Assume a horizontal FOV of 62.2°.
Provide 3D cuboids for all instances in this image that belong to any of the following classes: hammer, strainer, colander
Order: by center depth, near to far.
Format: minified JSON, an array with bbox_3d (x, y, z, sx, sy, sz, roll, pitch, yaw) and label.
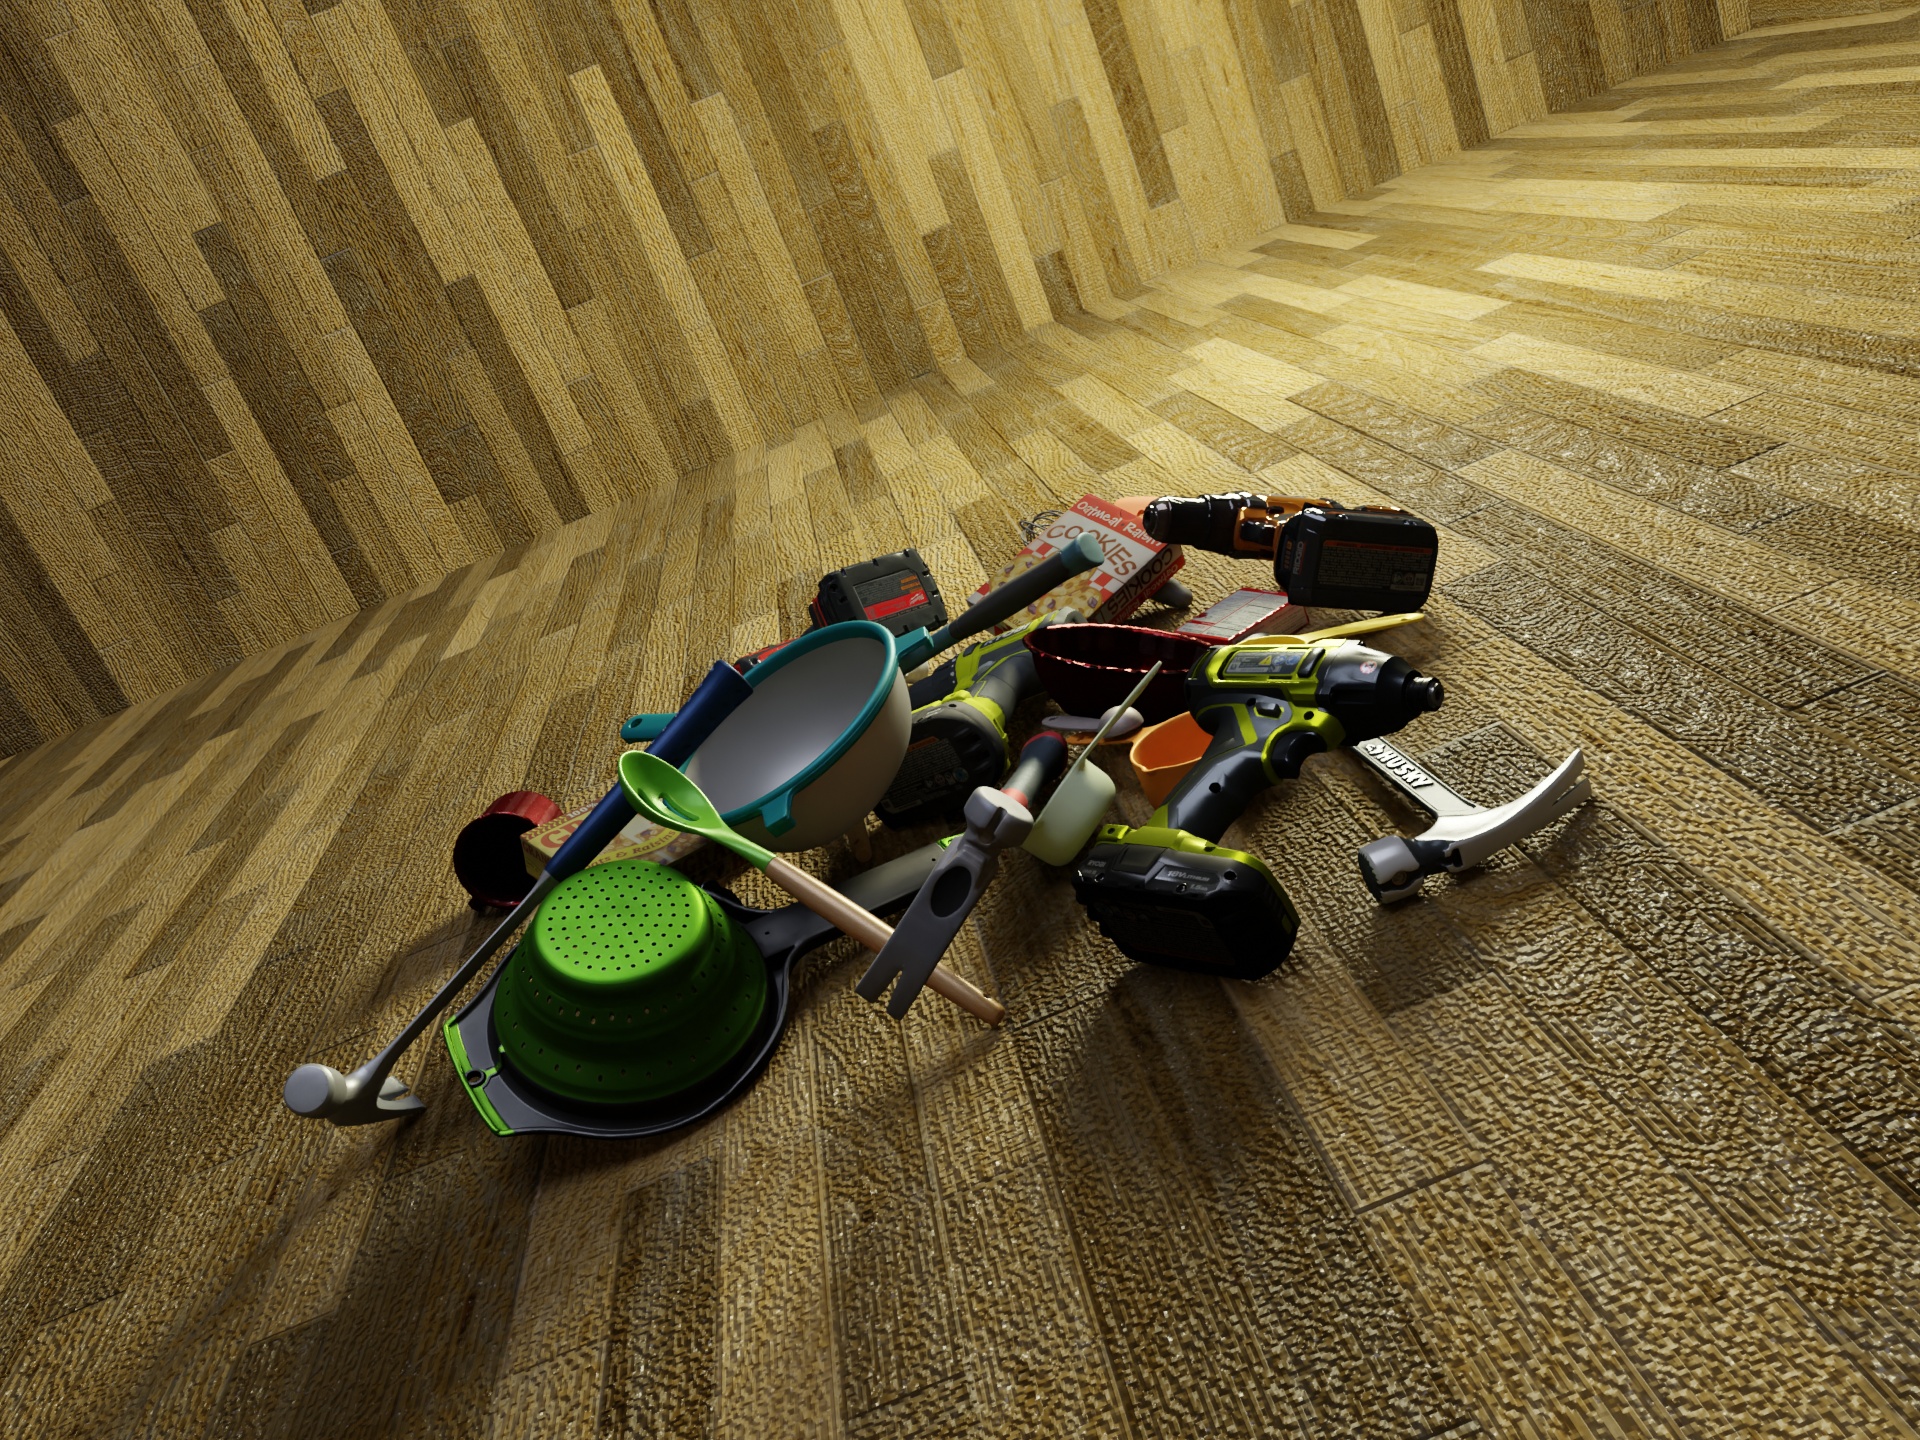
[{"bbox_3d":[-0.145,0.130,1.054,0.397,0.094,0.205,-22,46,-25],"label":"colander"},{"bbox_3d":[0.021,0.076,1.060,0.143,0.038,0.386,-58,-4,13],"label":"hammer"},{"bbox_3d":[0.273,0.005,1.094,0.149,0.036,0.409,-22,21,-2],"label":"hammer"},{"bbox_3d":[-0.292,0.119,1.116,0.405,0.035,0.144,-49,-15,-12],"label":"hammer"},{"bbox_3d":[-0.153,0.030,1.233,0.340,0.095,0.211,-2,45,50],"label":"strainer"},{"bbox_3d":[0.009,-0.086,1.407,0.128,0.033,0.331,-22,-4,-44],"label":"hammer"}]

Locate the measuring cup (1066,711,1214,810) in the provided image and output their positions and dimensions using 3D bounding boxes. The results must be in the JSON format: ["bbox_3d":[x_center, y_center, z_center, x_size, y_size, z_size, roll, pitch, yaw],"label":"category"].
[{"bbox_3d":[0.142,0.032,1.140,0.095,0.052,0.174,-36,20,-31],"label":"measuring cup"}]

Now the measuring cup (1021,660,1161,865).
[{"bbox_3d":[0.100,0.032,1.082,0.167,0.038,0.083,-55,-3,25],"label":"measuring cup"}]

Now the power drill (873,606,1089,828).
[{"bbox_3d":[-0.002,-0.004,1.332,0.190,0.080,0.228,-21,16,33],"label":"power drill"}]

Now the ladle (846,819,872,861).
[{"bbox_3d":[-0.110,0.042,1.355,0.078,0.062,0.320,-40,22,4],"label":"ladle"}]

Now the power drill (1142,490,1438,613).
[{"bbox_3d":[0.270,-0.152,1.334,0.185,0.084,0.226,3,15,-15],"label":"power drill"}]

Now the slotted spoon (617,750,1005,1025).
[{"bbox_3d":[-0.102,0.107,1.015,0.314,0.031,0.070,30,15,22],"label":"slotted spoon"}]

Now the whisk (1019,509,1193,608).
[{"bbox_3d":[0.139,-0.154,1.544,0.055,0.055,0.239,-32,40,-23],"label":"whisk"}]

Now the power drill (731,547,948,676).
[{"bbox_3d":[-0.103,-0.085,1.550,0.188,0.080,0.226,-21,-6,-37],"label":"power drill"}]

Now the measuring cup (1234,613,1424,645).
[{"bbox_3d":[0.272,-0.051,1.168,0.156,0.029,0.062,-13,18,-13],"label":"measuring cup"}]

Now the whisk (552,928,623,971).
[{"bbox_3d":[-0.226,0.128,1.282,0.284,0.070,0.070,-31,22,-35],"label":"whisk"}]

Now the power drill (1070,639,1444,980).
[{"bbox_3d":[0.179,0.041,0.959,0.171,0.080,0.223,2,47,47],"label":"power drill"}]

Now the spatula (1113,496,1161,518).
[{"bbox_3d":[0.110,-0.134,1.585,0.081,0.041,0.323,10,38,39],"label":"spatula"}]

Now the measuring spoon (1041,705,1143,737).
[{"bbox_3d":[0.093,-0.003,1.191,0.034,0.018,0.124,-26,14,-25],"label":"measuring spoon"}]
